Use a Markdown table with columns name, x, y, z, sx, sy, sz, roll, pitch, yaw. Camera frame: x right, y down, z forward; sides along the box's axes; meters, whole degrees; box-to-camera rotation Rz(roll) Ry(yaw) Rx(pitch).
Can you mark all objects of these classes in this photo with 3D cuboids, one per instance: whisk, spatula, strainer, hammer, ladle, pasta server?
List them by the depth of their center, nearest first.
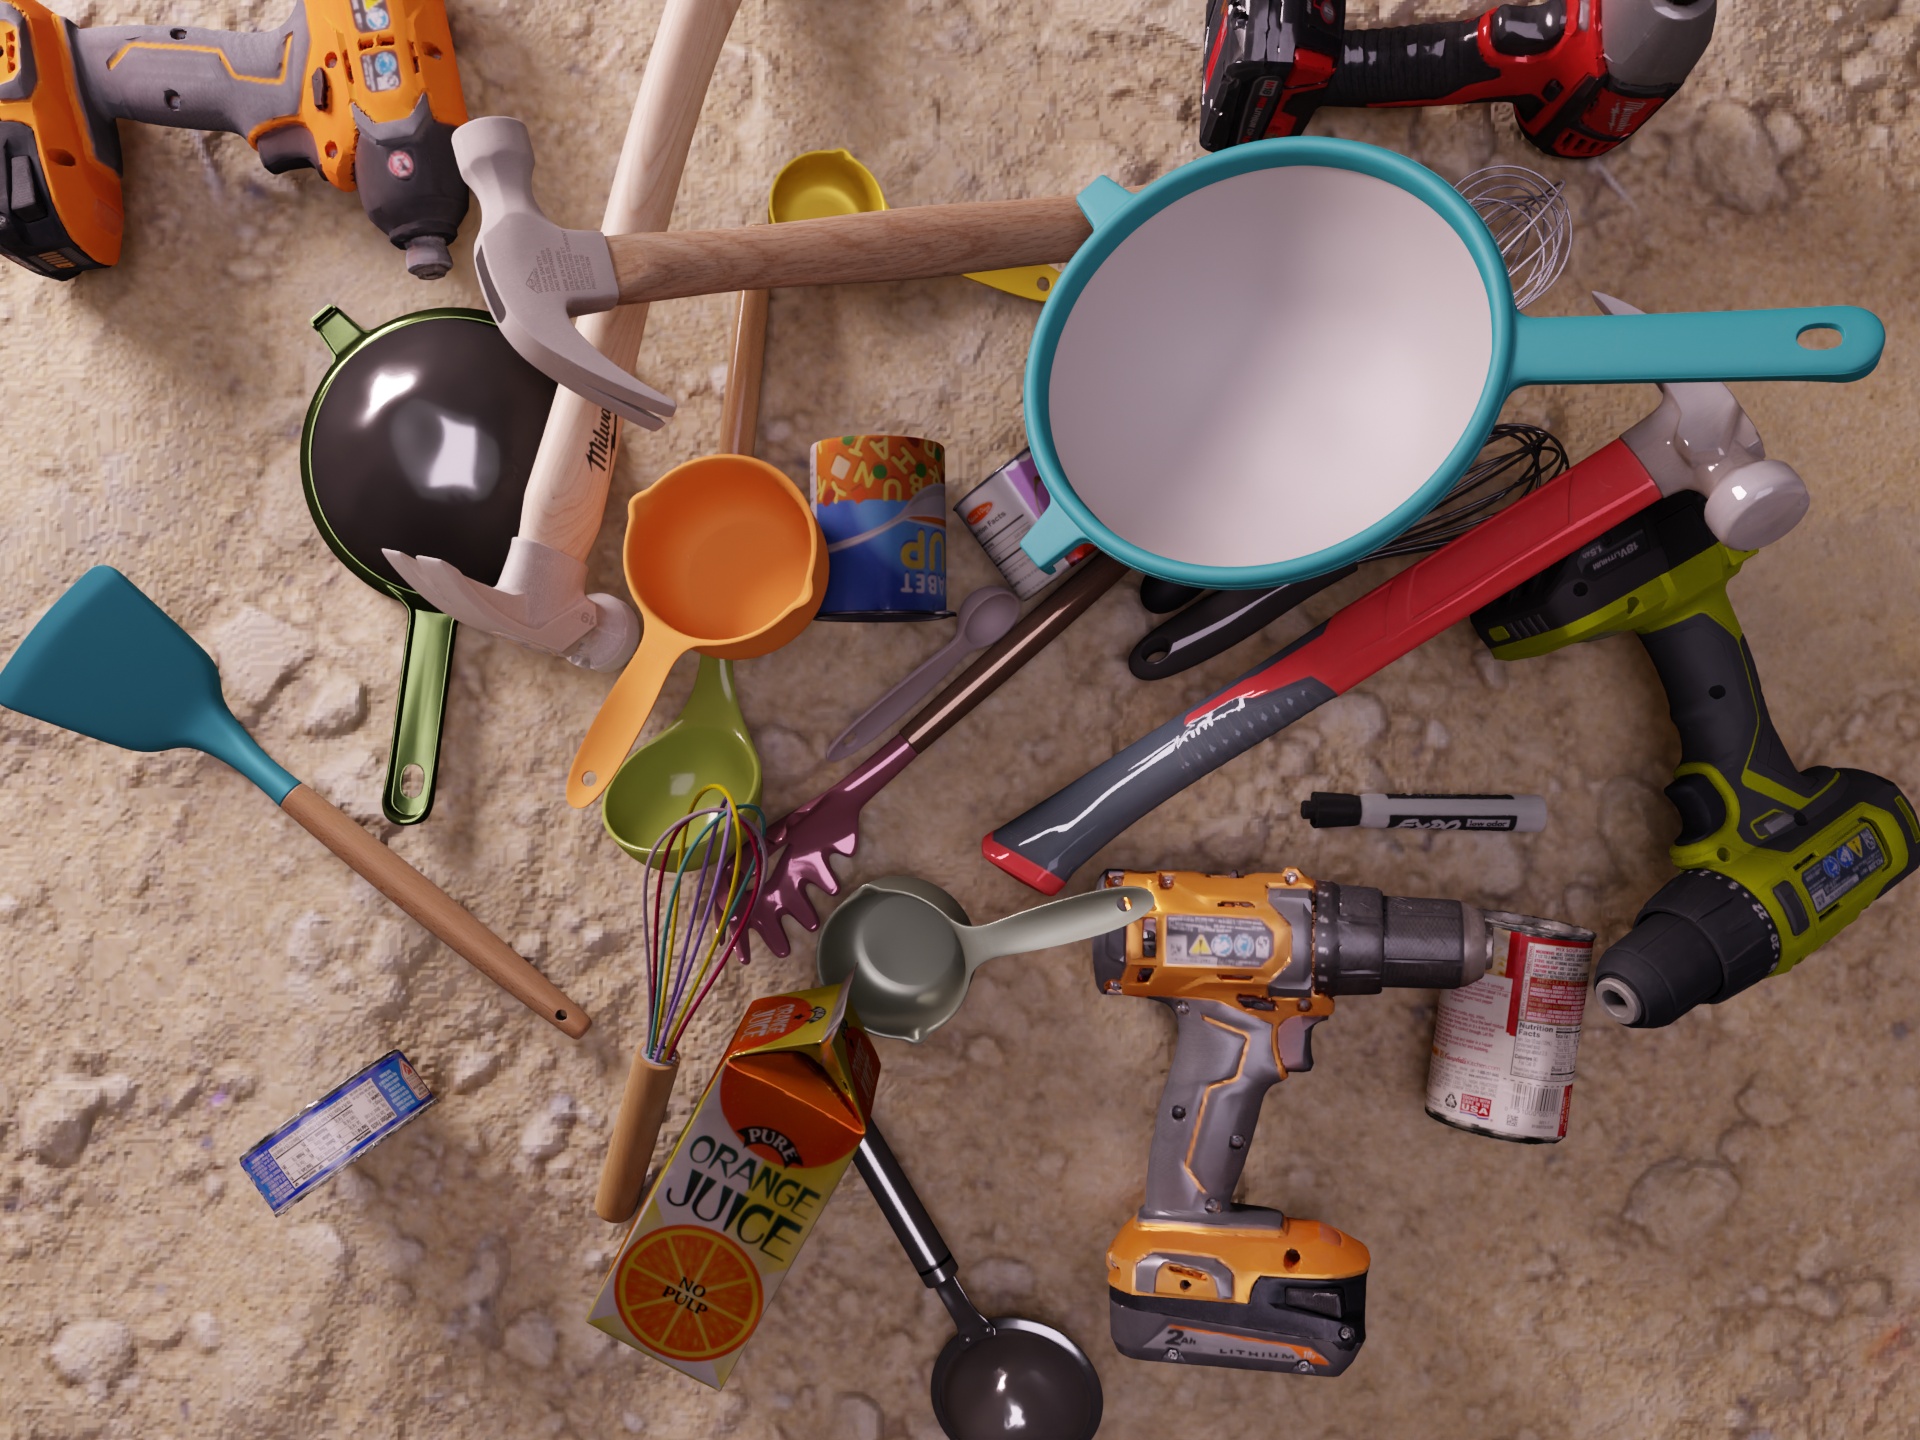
| name | x | y | z | sx | sy | sz | roll | pitch | yaw |
| --- | --- | --- | --- | --- | --- | --- | --- | --- | --- |
| strainer | 0.200 | -0.141 | 0.690 | 0.340 | 0.095 | 0.211 | 4 | 75 | 23 |
| hammer | -0.048 | -0.210 | 0.716 | 0.331 | 0.031 | 0.130 | -13 | 87 | -26 |
| hammer | -0.153 | -0.234 | 0.731 | 0.038 | 0.146 | 0.411 | 11 | 83 | 23 |
| hammer | 0.168 | -0.042 | 0.736 | 0.386 | 0.038 | 0.143 | -33 | 49 | 18 |
| whisk | -0.136 | 0.136 | 0.741 | 0.047 | 0.051 | 0.245 | 28 | 115 | 19 |
| strainer | -0.255 | -0.076 | 0.756 | 0.151 | 0.069 | 0.256 | 7 | 89 | -2 |
| spatula | -0.308 | 0.054 | 0.768 | 0.317 | 0.044 | 0.082 | 39 | 87 | -3 |
| ladle | -0.119 | -0.086 | 0.769 | 0.078 | 0.062 | 0.320 | 5 | 87 | 19 |
| whisk | 0.190 | -0.158 | 0.780 | 0.070 | 0.070 | 0.284 | 44 | 95 | -2 |
| pasta server | -0.001 | -0.002 | 0.781 | 0.316 | 0.060 | 0.040 | -42 | 47 | -3 |
| strainer | -0.008 | 0.279 | 0.783 | 0.087 | 0.050 | 0.258 | -31 | 88 | 13 |
| whisk | 0.190 | -0.080 | 0.784 | 0.239 | 0.055 | 0.055 | -29 | 91 | 3 |

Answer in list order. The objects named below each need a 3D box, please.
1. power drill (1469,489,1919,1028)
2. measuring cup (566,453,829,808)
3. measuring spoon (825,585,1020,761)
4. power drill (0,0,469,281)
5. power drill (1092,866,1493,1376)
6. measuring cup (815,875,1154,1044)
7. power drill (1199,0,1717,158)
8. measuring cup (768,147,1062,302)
| name | x | y | z | sx | sy | sz | roll | pitch | yaw |
| --- | --- | --- | --- | --- | --- | --- | --- | --- | --- |
| power drill | 0.337 | 0.016 | 0.751 | 0.190 | 0.080 | 0.228 | -26 | 91 | -22 |
| measuring cup | -0.124 | -0.035 | 0.719 | 0.095 | 0.052 | 0.173 | 29 | 86 | 11 |
| measuring spoon | -0.022 | -0.025 | 0.789 | 0.124 | 0.034 | 0.018 | -41 | 56 | 4 |
| power drill | -0.347 | -0.275 | 0.749 | 0.226 | 0.084 | 0.164 | -12 | 91 | -6 |
| power drill | 0.155 | 0.183 | 0.753 | 0.185 | 0.084 | 0.226 | 0 | 88 | 12 |
| measuring cup | 0.013 | 0.100 | 0.763 | 0.167 | 0.038 | 0.083 | -16 | 99 | 13 |
| power drill | 0.228 | -0.315 | 0.736 | 0.219 | 0.143 | 0.078 | 3 | 88 | 0 |
| measuring cup | -0.020 | -0.233 | 0.790 | 0.156 | 0.029 | 0.062 | 15 | 83 | -14 |
